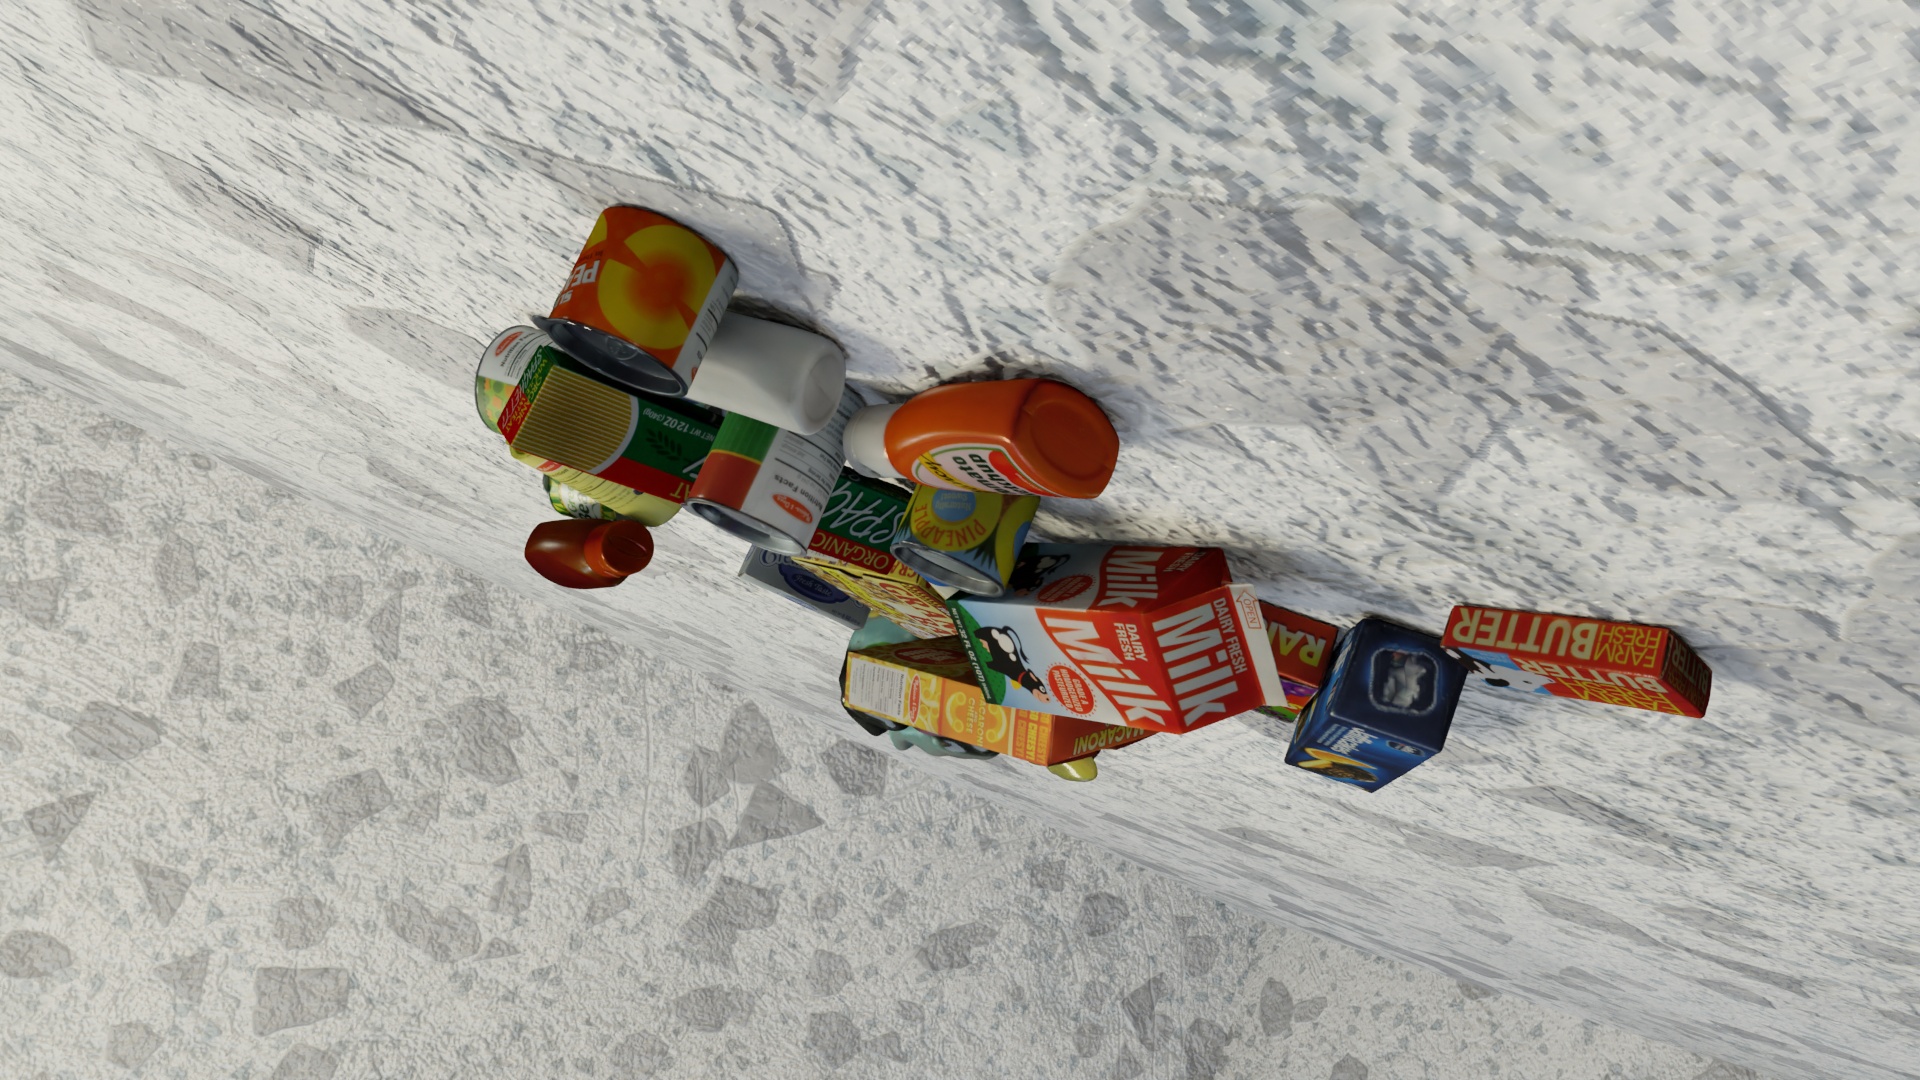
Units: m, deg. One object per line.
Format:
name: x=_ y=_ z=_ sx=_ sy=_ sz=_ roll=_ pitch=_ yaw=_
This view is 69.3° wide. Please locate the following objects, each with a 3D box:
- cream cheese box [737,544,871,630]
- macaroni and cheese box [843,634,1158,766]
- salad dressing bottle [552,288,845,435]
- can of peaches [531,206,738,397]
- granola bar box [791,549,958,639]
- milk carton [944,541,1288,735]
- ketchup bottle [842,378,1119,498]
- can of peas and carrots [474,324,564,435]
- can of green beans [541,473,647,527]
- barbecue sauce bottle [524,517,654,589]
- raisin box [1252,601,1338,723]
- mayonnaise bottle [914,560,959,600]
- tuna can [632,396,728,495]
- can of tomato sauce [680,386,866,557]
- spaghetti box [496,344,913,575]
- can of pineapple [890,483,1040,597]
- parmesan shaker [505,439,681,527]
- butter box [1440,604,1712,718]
cream cheese box: x=-0.113 y=0.024 z=1.071 sx=0.104 sy=0.053 sz=0.024 roll=26 pitch=164 yaw=-17
macaroni and cheese box: x=0.028 y=0.098 z=0.889 sx=0.166 sy=0.040 sz=0.124 roll=11 pitch=-170 yaw=39
salad dressing bottle: x=-0.128 y=-0.091 z=0.664 sx=0.148 sy=0.044 sz=0.064 roll=19 pitch=167 yaw=22
can of peaches: x=-0.139 y=-0.103 z=0.599 sx=0.071 sy=0.058 sz=0.071 roll=21 pitch=167 yaw=5
granola bar box: x=-0.026 y=0.039 z=1.018 sx=0.124 sy=0.039 sz=0.165 roll=10 pitch=163 yaw=39
milk carton: x=0.088 y=0.049 z=0.743 sx=0.190 sy=0.074 sz=0.072 roll=3 pitch=119 yaw=49
ketchup bottle: x=0.001 y=-0.046 z=0.634 sx=0.064 sy=0.043 sz=0.148 roll=31 pitch=164 yaw=-35
can of peas and carrots: x=-0.234 y=-0.085 z=0.803 sx=0.059 sy=0.071 sz=0.071 roll=16 pitch=165 yaw=22
can of green beans: x=-0.254 y=-0.042 z=1.003 sx=0.058 sy=0.071 sz=0.071 roll=16 pitch=165 yaw=22
barbecue sauce bottle: x=-0.253 y=0.008 z=0.960 sx=0.065 sy=0.044 sz=0.148 roll=29 pitch=163 yaw=-27
raisin box: x=0.170 y=0.069 z=0.828 sx=0.086 sy=0.040 sz=0.123 roll=20 pitch=166 yaw=11
mayonnaise bottle: x=0.001 y=0.019 z=0.851 sx=0.065 sy=0.041 sz=0.148 roll=45 pitch=180 yaw=20
tuna can: x=-0.160 y=-0.055 z=0.795 sx=0.033 sy=0.071 sz=0.071 roll=19 pitch=166 yaw=9
can of tomato sauce: x=-0.095 y=-0.043 z=0.710 sx=0.071 sy=0.083 sz=0.071 roll=21 pitch=166 yaw=5
spaghetti box: x=-0.125 y=-0.038 z=0.761 sx=0.250 sy=0.050 sz=0.029 roll=21 pitch=-162 yaw=-39
can of pineapple: x=0.003 y=-0.009 z=0.743 sx=0.071 sy=0.058 sz=0.071 roll=20 pitch=166 yaw=5
parmesan shaker: x=-0.230 y=-0.058 z=0.900 sx=0.071 sy=0.071 sz=0.103 roll=7 pitch=160 yaw=48
butter box: x=0.278 y=0.054 z=0.629 sx=0.053 sy=0.024 sz=0.103 roll=31 pitch=164 yaw=-37
